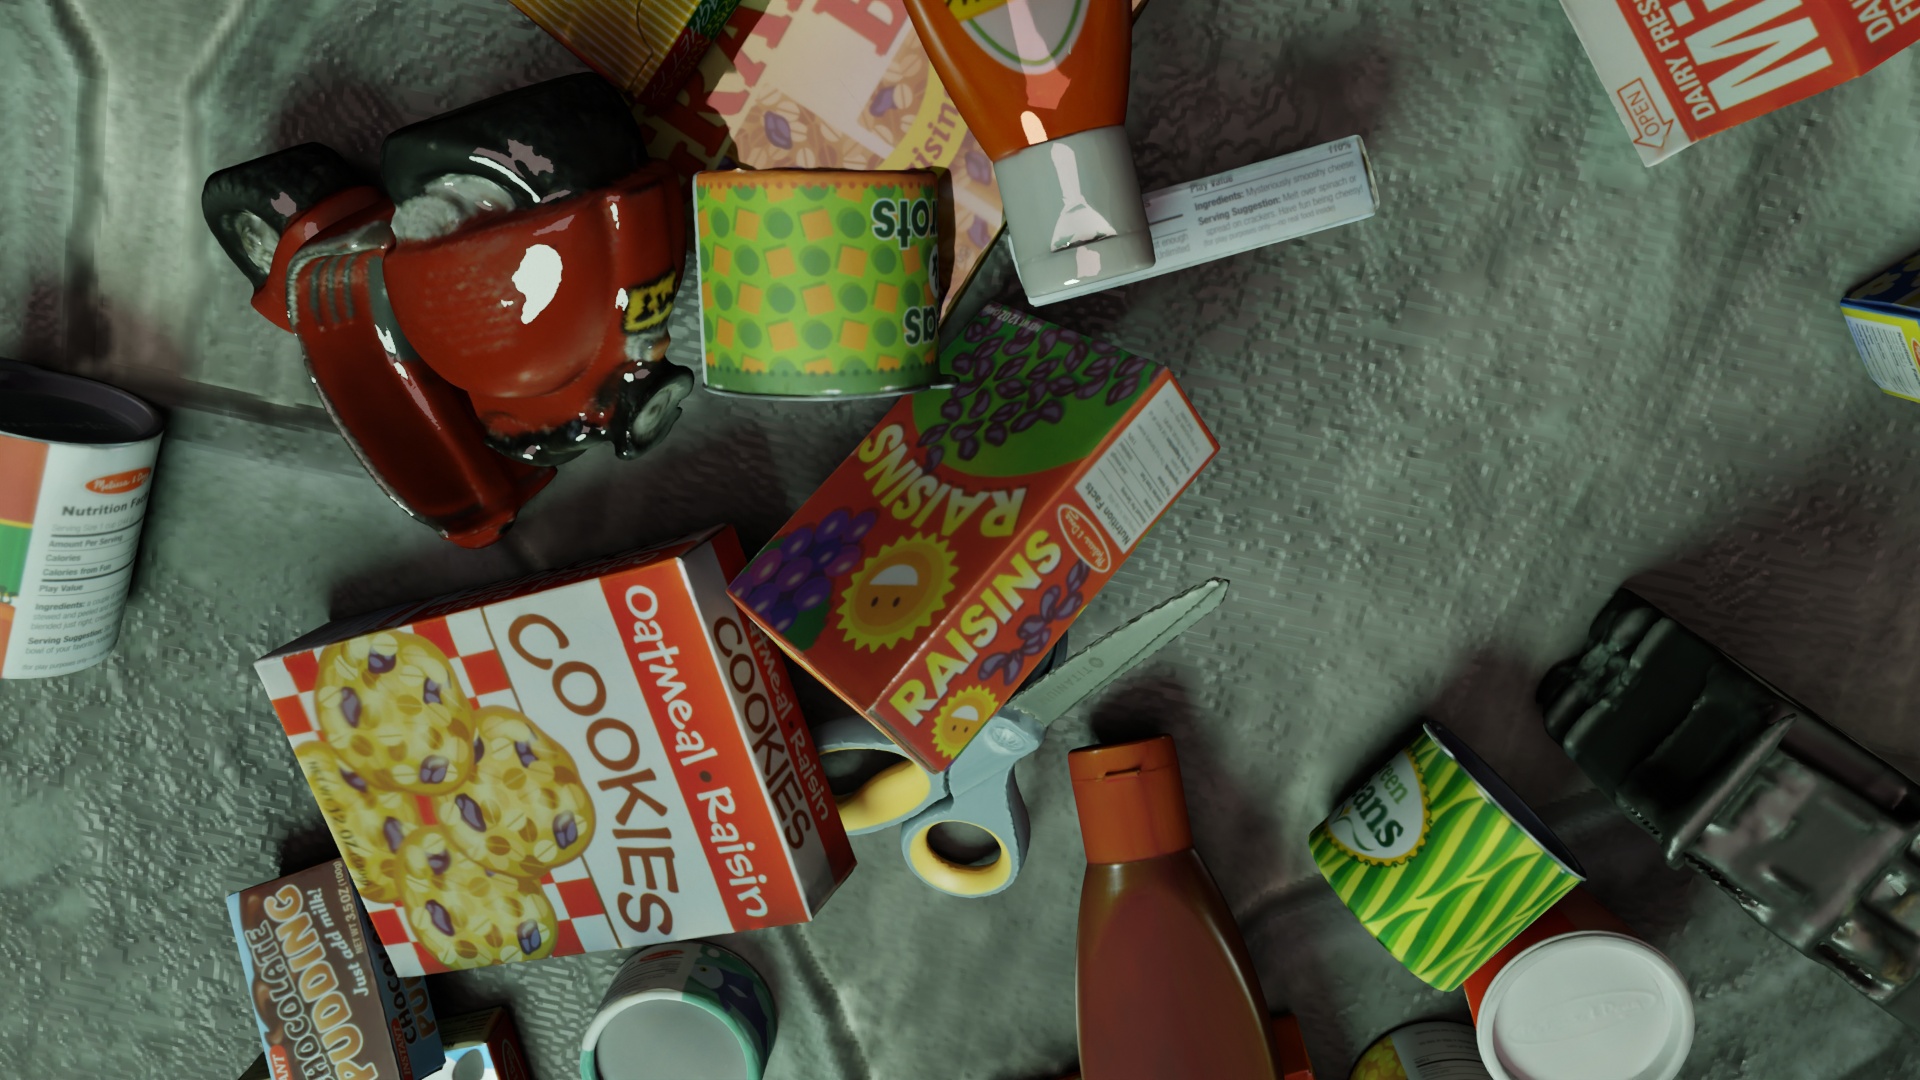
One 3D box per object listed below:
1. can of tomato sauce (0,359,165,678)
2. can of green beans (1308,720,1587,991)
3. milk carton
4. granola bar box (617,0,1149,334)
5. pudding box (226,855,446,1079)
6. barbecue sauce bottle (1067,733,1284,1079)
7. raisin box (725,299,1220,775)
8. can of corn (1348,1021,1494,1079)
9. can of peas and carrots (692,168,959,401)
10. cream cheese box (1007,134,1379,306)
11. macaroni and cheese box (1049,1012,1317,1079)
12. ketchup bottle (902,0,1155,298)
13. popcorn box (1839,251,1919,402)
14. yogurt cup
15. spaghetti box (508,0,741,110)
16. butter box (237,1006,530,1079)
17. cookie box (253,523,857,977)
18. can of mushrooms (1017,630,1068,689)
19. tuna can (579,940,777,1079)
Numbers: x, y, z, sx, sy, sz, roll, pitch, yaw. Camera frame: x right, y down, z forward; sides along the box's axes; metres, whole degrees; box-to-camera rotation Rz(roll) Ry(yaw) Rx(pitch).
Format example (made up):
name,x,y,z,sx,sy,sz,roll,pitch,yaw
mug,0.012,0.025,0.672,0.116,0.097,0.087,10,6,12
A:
name,x,y,z,sx,sy,sz,roll,pitch,yaw
can of tomato sauce,-0.304,-0.008,0.449,0.071,0.071,0.083,20,105,-2
can of green beans,0.157,0.103,0.453,0.071,0.071,0.057,42,103,-8
milk carton,0.256,-0.184,0.372,0.190,0.073,0.072,-32,101,10
granola bar box,-0.023,-0.150,0.413,0.124,0.039,0.165,32,104,-5
pudding box,-0.221,0.156,0.492,0.049,0.030,0.084,-19,82,7
barbecue sauce bottle,0.066,0.140,0.457,0.065,0.043,0.148,-11,83,8
raisin box,0.001,-0.005,0.403,0.123,0.086,0.040,-48,132,-10
can of corn,0.172,0.215,0.485,0.071,0.058,0.071,1,104,3
can of peas and carrots,-0.036,-0.071,0.377,0.071,0.071,0.058,0,104,3
cream cheese box,0.067,-0.094,0.415,0.104,0.053,0.024,-15,102,6
macaroni and cheese box,0.090,0.268,0.512,0.124,0.040,0.166,-19,103,7
ketchup bottle,0.016,-0.140,0.363,0.065,0.043,0.148,-14,98,7
popcorn box,0.334,-0.082,0.388,0.126,0.085,0.038,-32,102,10
yogurt cup,0.202,0.150,0.469,0.072,0.054,0.072,1,104,3
spaghetti box,-0.166,-0.217,0.386,0.250,0.029,0.050,40,103,4
butter box,-0.214,0.212,0.522,0.103,0.024,0.053,-12,103,6
cookie box,-0.132,0.072,0.457,0.167,0.040,0.122,-13,103,20
can of mushrooms,0.000,0.026,0.459,0.071,0.033,0.070,1,105,3
tuna can,-0.101,0.185,0.504,0.071,0.033,0.071,1,104,3
